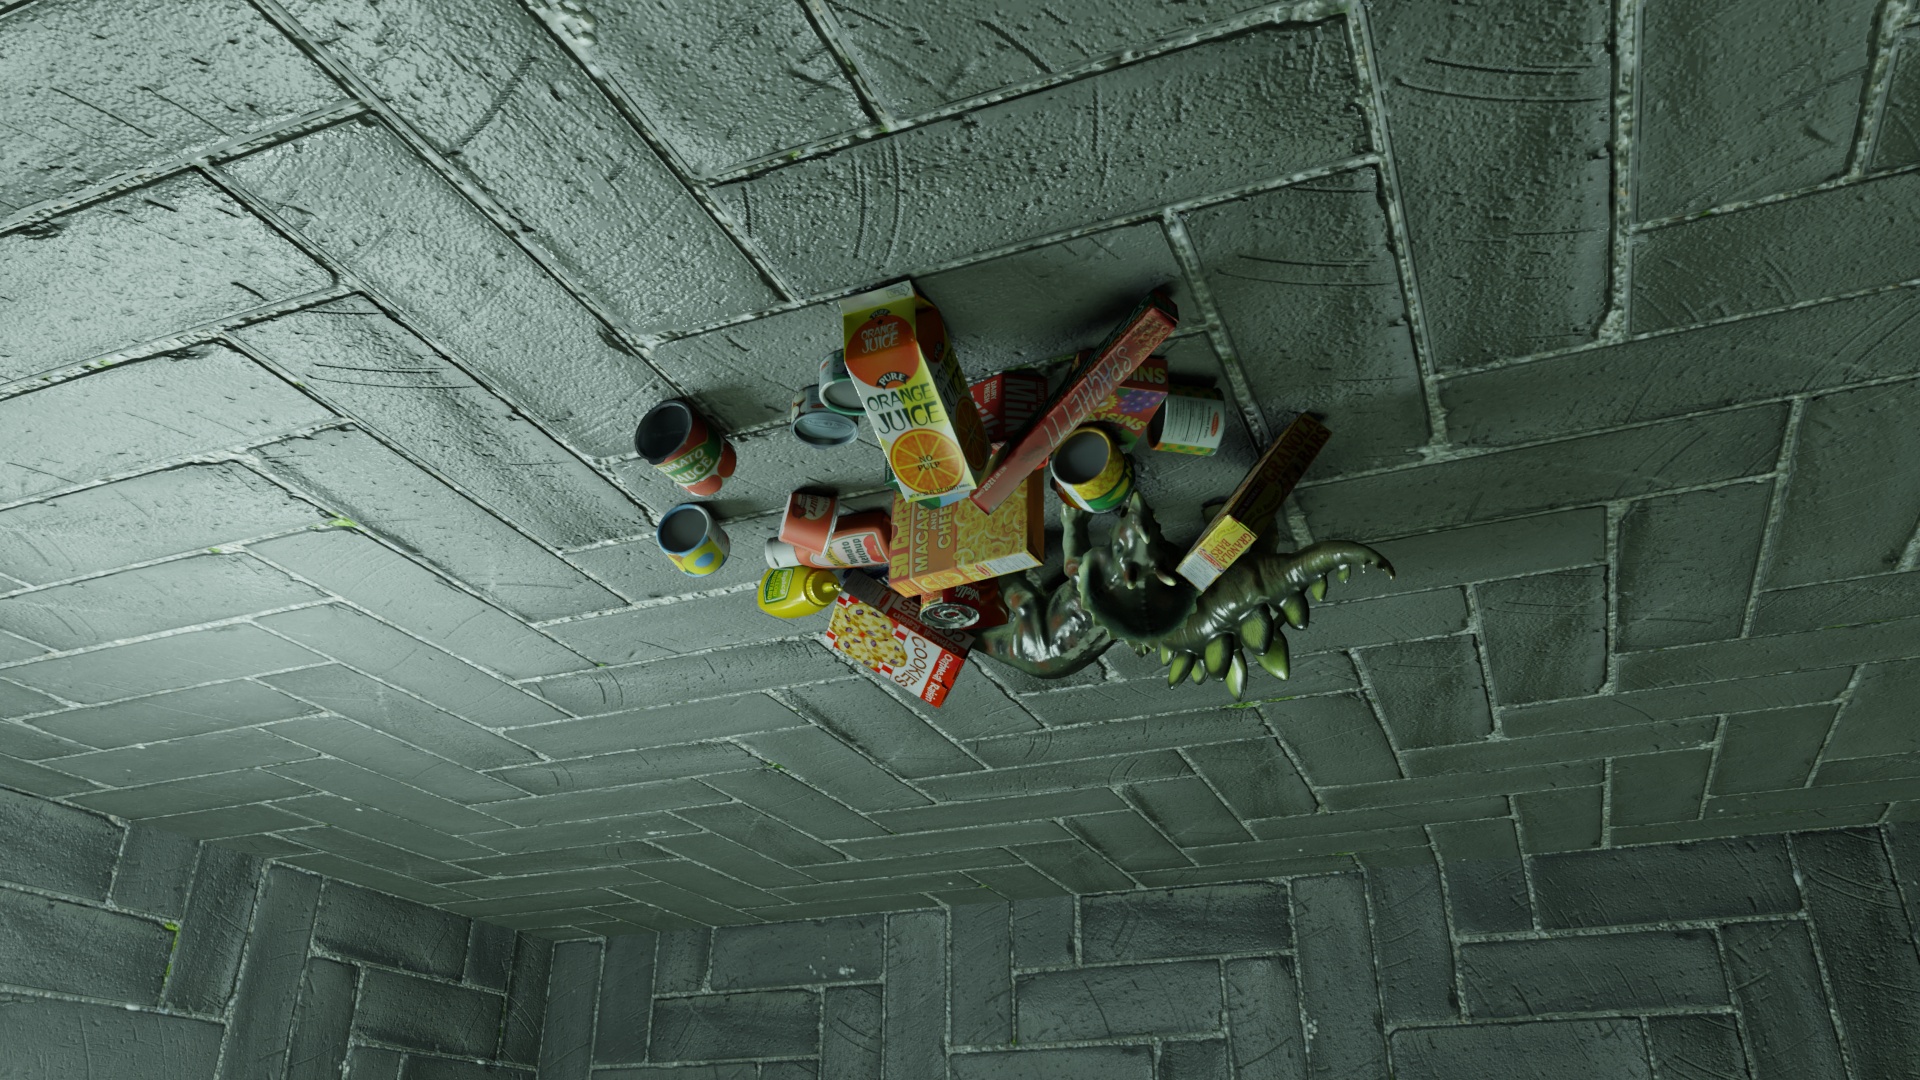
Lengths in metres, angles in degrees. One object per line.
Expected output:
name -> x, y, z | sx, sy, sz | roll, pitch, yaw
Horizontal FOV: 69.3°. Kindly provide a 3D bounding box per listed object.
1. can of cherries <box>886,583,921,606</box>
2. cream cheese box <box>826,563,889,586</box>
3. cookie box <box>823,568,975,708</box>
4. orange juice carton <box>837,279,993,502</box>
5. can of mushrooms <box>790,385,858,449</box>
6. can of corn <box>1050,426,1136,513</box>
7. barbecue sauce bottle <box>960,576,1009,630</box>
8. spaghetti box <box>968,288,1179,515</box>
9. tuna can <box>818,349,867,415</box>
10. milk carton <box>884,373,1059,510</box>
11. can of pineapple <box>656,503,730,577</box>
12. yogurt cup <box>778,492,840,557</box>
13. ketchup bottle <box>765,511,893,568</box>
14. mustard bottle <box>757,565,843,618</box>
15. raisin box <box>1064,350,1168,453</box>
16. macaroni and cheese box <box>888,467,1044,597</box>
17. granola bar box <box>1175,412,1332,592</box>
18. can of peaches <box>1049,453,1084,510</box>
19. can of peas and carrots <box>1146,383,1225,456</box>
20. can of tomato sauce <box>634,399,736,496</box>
can of cherries -> -0.062, 0.088, 1.726 | 0.058, 0.072, 0.071 | 17, 149, -30
cream cheese box -> -0.114, 0.028, 1.653 | 0.103, 0.024, 0.053 | -24, 143, 38
cookie box -> -0.075, 0.120, 1.662 | 0.167, 0.040, 0.122 | 30, 143, 5
orange juice carton -> -0.042, -0.135, 1.229 | 0.072, 0.073, 0.192 | -11, 120, 22
can of mushrooms -> -0.132, -0.119, 1.352 | 0.071, 0.033, 0.070 | -1, 153, 0
can of corn -> 0.128, -0.070, 1.329 | 0.071, 0.071, 0.058 | -13, 150, 24
barbecue sauce bottle -> 0.029, 0.074, 1.727 | 0.065, 0.044, 0.148 | -1, 153, 0
spaghetti box -> 0.098, -0.121, 1.229 | 0.028, 0.050, 0.249 | 38, 116, -13
tuna can -> -0.097, -0.147, 1.298 | 0.071, 0.033, 0.070 | 0, 153, 0
milk carton -> 0.020, -0.100, 1.348 | 0.190, 0.072, 0.073 | -21, 145, 35
can of pineapple -> -0.300, 0.001, 1.551 | 0.071, 0.071, 0.057 | -6, 151, 12
yogurt cup -> -0.166, -0.020, 1.518 | 0.054, 0.073, 0.072 | 15, 150, -11
ketchup bottle -> -0.148, 0.005, 1.584 | 0.149, 0.044, 0.064 | -8, 133, 16
mustard bottle -> -0.183, 0.056, 1.633 | 0.049, 0.065, 0.160 | 22, 162, -32
raisin box -> 0.139, -0.130, 1.326 | 0.086, 0.040, 0.122 | 6, 154, -10
macaroni and cheese box -> 0.005, -0.018, 1.453 | 0.166, 0.124, 0.040 | -15, 147, 26
granola bar box -> 0.291, -0.038, 1.382 | 0.039, 0.166, 0.123 | 39, 148, 4
can of peaches -> 0.124, -0.072, 1.409 | 0.071, 0.071, 0.057 | -3, 152, 7
can of peas and carrots -> 0.214, -0.116, 1.327 | 0.059, 0.071, 0.070 | 5, 153, -9
can of tomato sauce -> -0.270, -0.088, 1.372 | 0.071, 0.071, 0.083 | -12, 151, 21
